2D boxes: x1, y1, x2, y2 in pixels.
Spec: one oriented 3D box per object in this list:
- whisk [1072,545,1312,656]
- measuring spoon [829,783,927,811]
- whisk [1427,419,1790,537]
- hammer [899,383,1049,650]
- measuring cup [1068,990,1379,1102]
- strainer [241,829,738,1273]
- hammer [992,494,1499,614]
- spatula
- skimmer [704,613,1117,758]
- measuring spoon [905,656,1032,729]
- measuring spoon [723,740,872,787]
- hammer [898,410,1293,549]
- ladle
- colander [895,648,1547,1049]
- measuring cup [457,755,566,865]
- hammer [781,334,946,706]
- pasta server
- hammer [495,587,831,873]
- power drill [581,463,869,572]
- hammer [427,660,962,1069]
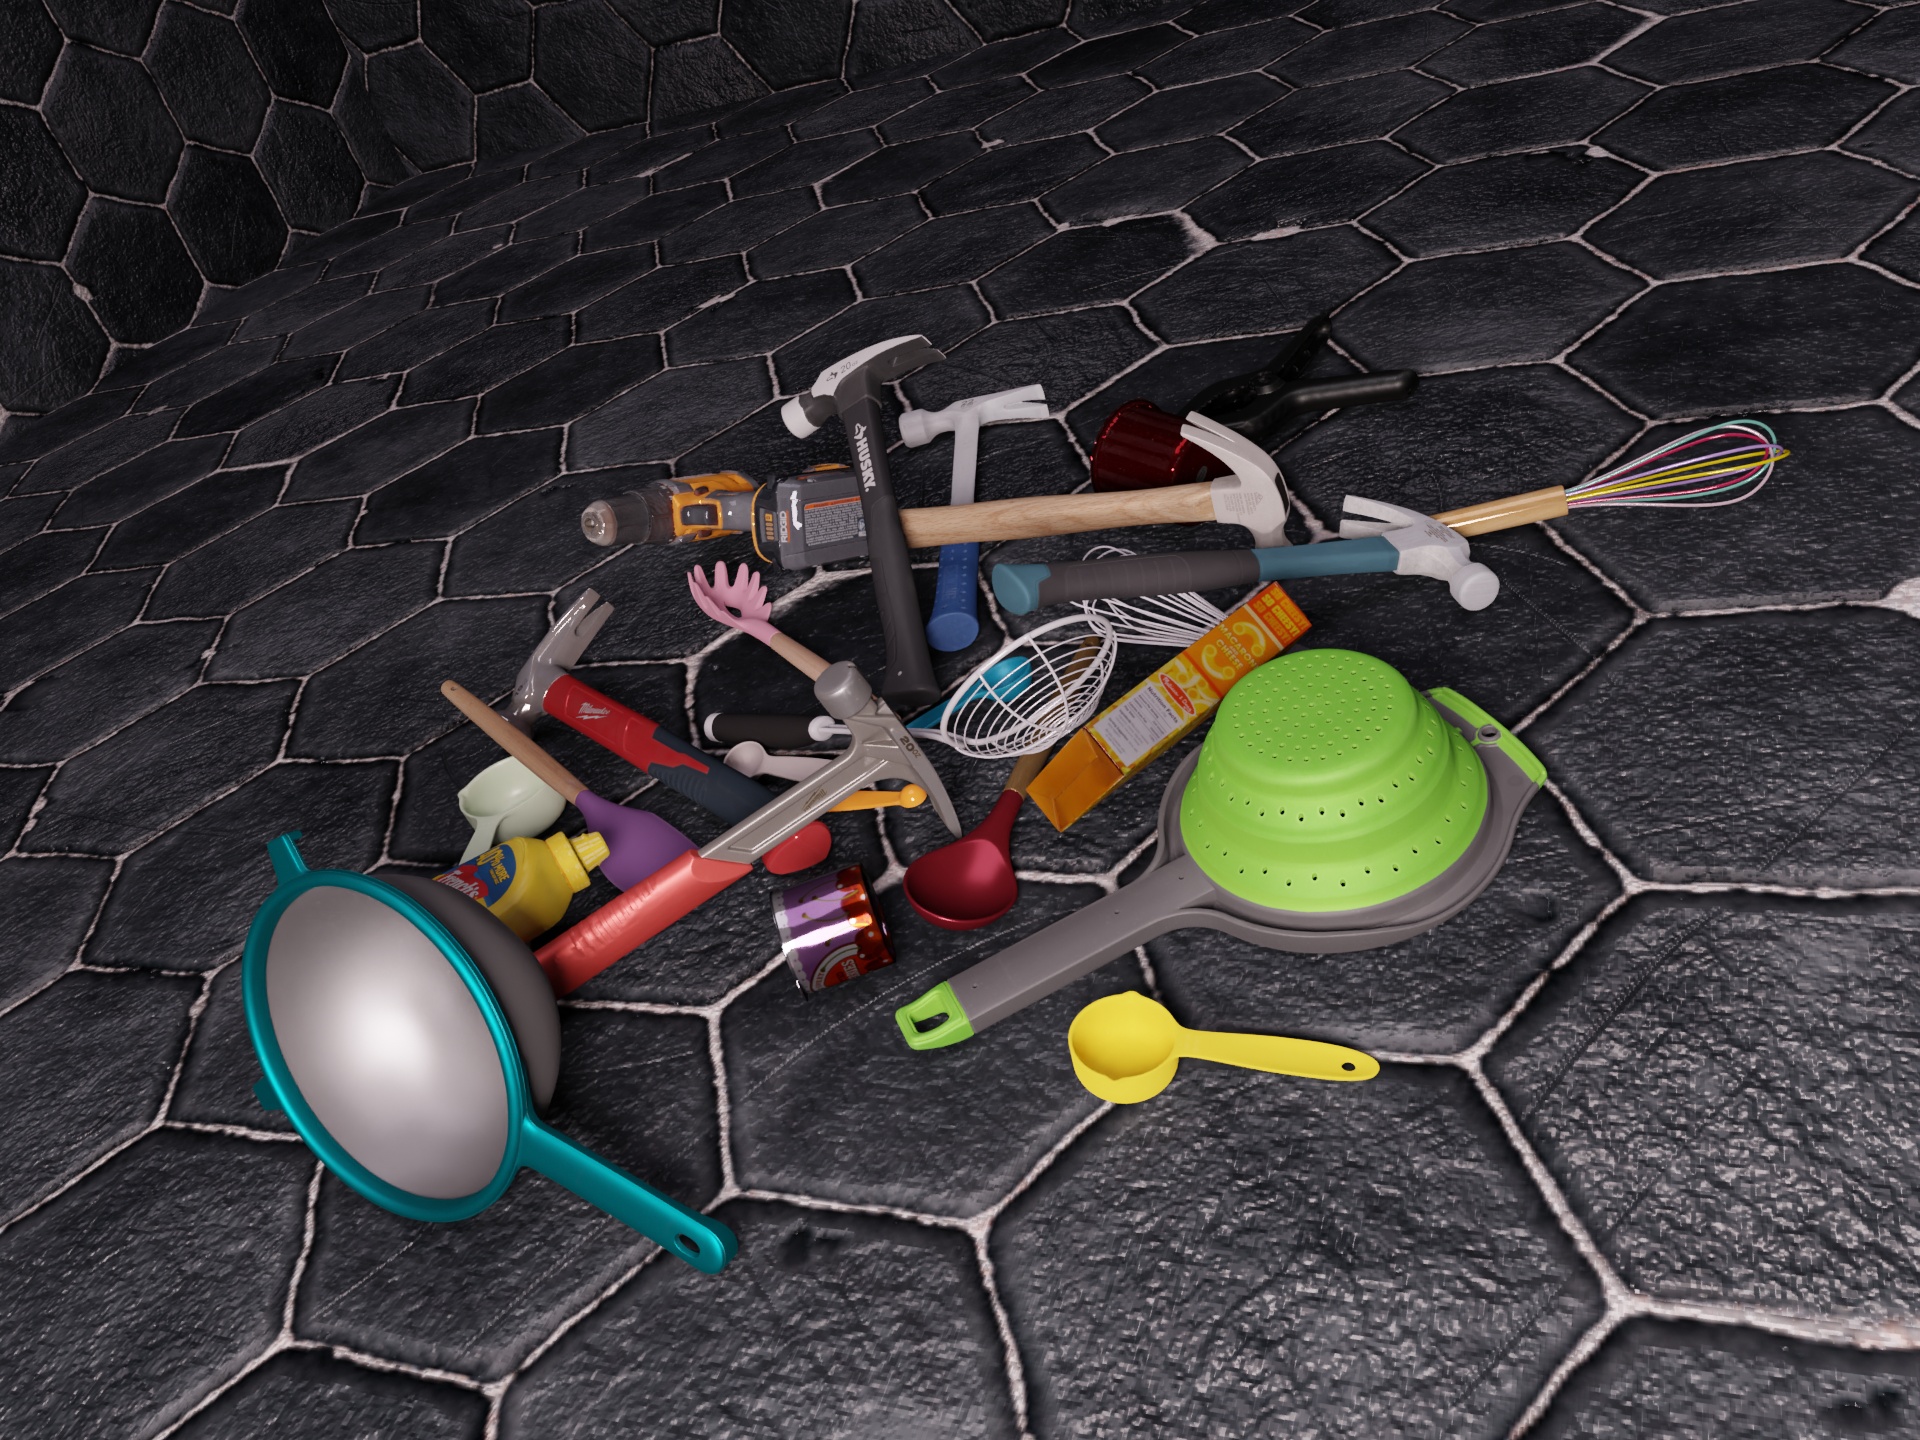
[{"bbox_3d":[0.181,-0.059,1.093,0.070,0.070,0.285,-38,42,-25],"label":"whisk"},{"bbox_3d":[-0.078,0.052,1.102,0.117,0.011,0.021,-3,37,23],"label":"measuring spoon"},{"bbox_3d":[0.445,-0.160,1.109,0.245,0.051,0.047,-12,40,17],"label":"whisk"},{"bbox_3d":[0.007,-0.187,1.377,0.144,0.035,0.406,-13,34,11],"label":"hammer"},{"bbox_3d":[0.133,0.176,0.815,0.156,0.029,0.062,4,39,14],"label":"measuring cup"},{"bbox_3d":[-0.247,0.195,0.888,0.340,0.211,0.095,24,27,19],"label":"strainer"},{"bbox_3d":[0.187,-0.104,1.084,0.331,0.033,0.128,-6,34,-11],"label":"hammer"},{"bbox_3d":[-0.291,0.046,1.157,0.060,0.018,0.316,-38,52,-26],"label":"spatula"},{"bbox_3d":[-0.054,-0.023,1.095,0.363,0.090,0.127,1,6,42],"label":"skimmer"},{"bbox_3d":[-0.002,-0.004,1.145,0.128,0.021,0.042,-31,25,-1],"label":"measuring spoon"},{"bbox_3d":[-0.115,0.039,1.143,0.124,0.018,0.034,7,60,25],"label":"measuring spoon"},{"bbox_3d":[0.082,-0.159,1.209,0.331,0.130,0.031,-2,37,24],"label":"hammer"},{"bbox_3d":[0.042,0.034,1.053,0.069,0.031,0.316,18,42,12],"label":"ladle"},{"bbox_3d":[0.134,0.062,0.895,0.397,0.094,0.205,-27,39,-7],"label":"colander"},{"bbox_3d":[-0.337,0.089,1.163,0.083,0.038,0.168,-11,36,13],"label":"measuring cup"},{"bbox_3d":[-0.056,-0.155,1.227,0.146,0.035,0.335,-28,55,24],"label":"hammer"},{"bbox_3d":[-0.134,-0.062,1.271,0.060,0.040,0.316,-13,29,-31],"label":"pasta server"},{"bbox_3d":[-0.215,0.010,1.178,0.387,0.038,0.143,24,76,43],"label":"hammer"},{"bbox_3d":[-0.201,-0.179,1.391,0.226,0.084,0.185,10,18,38],"label":"power drill"},{"bbox_3d":[-0.176,0.114,1.003,0.359,0.149,0.037,-34,35,-1],"label":"hammer"}]
